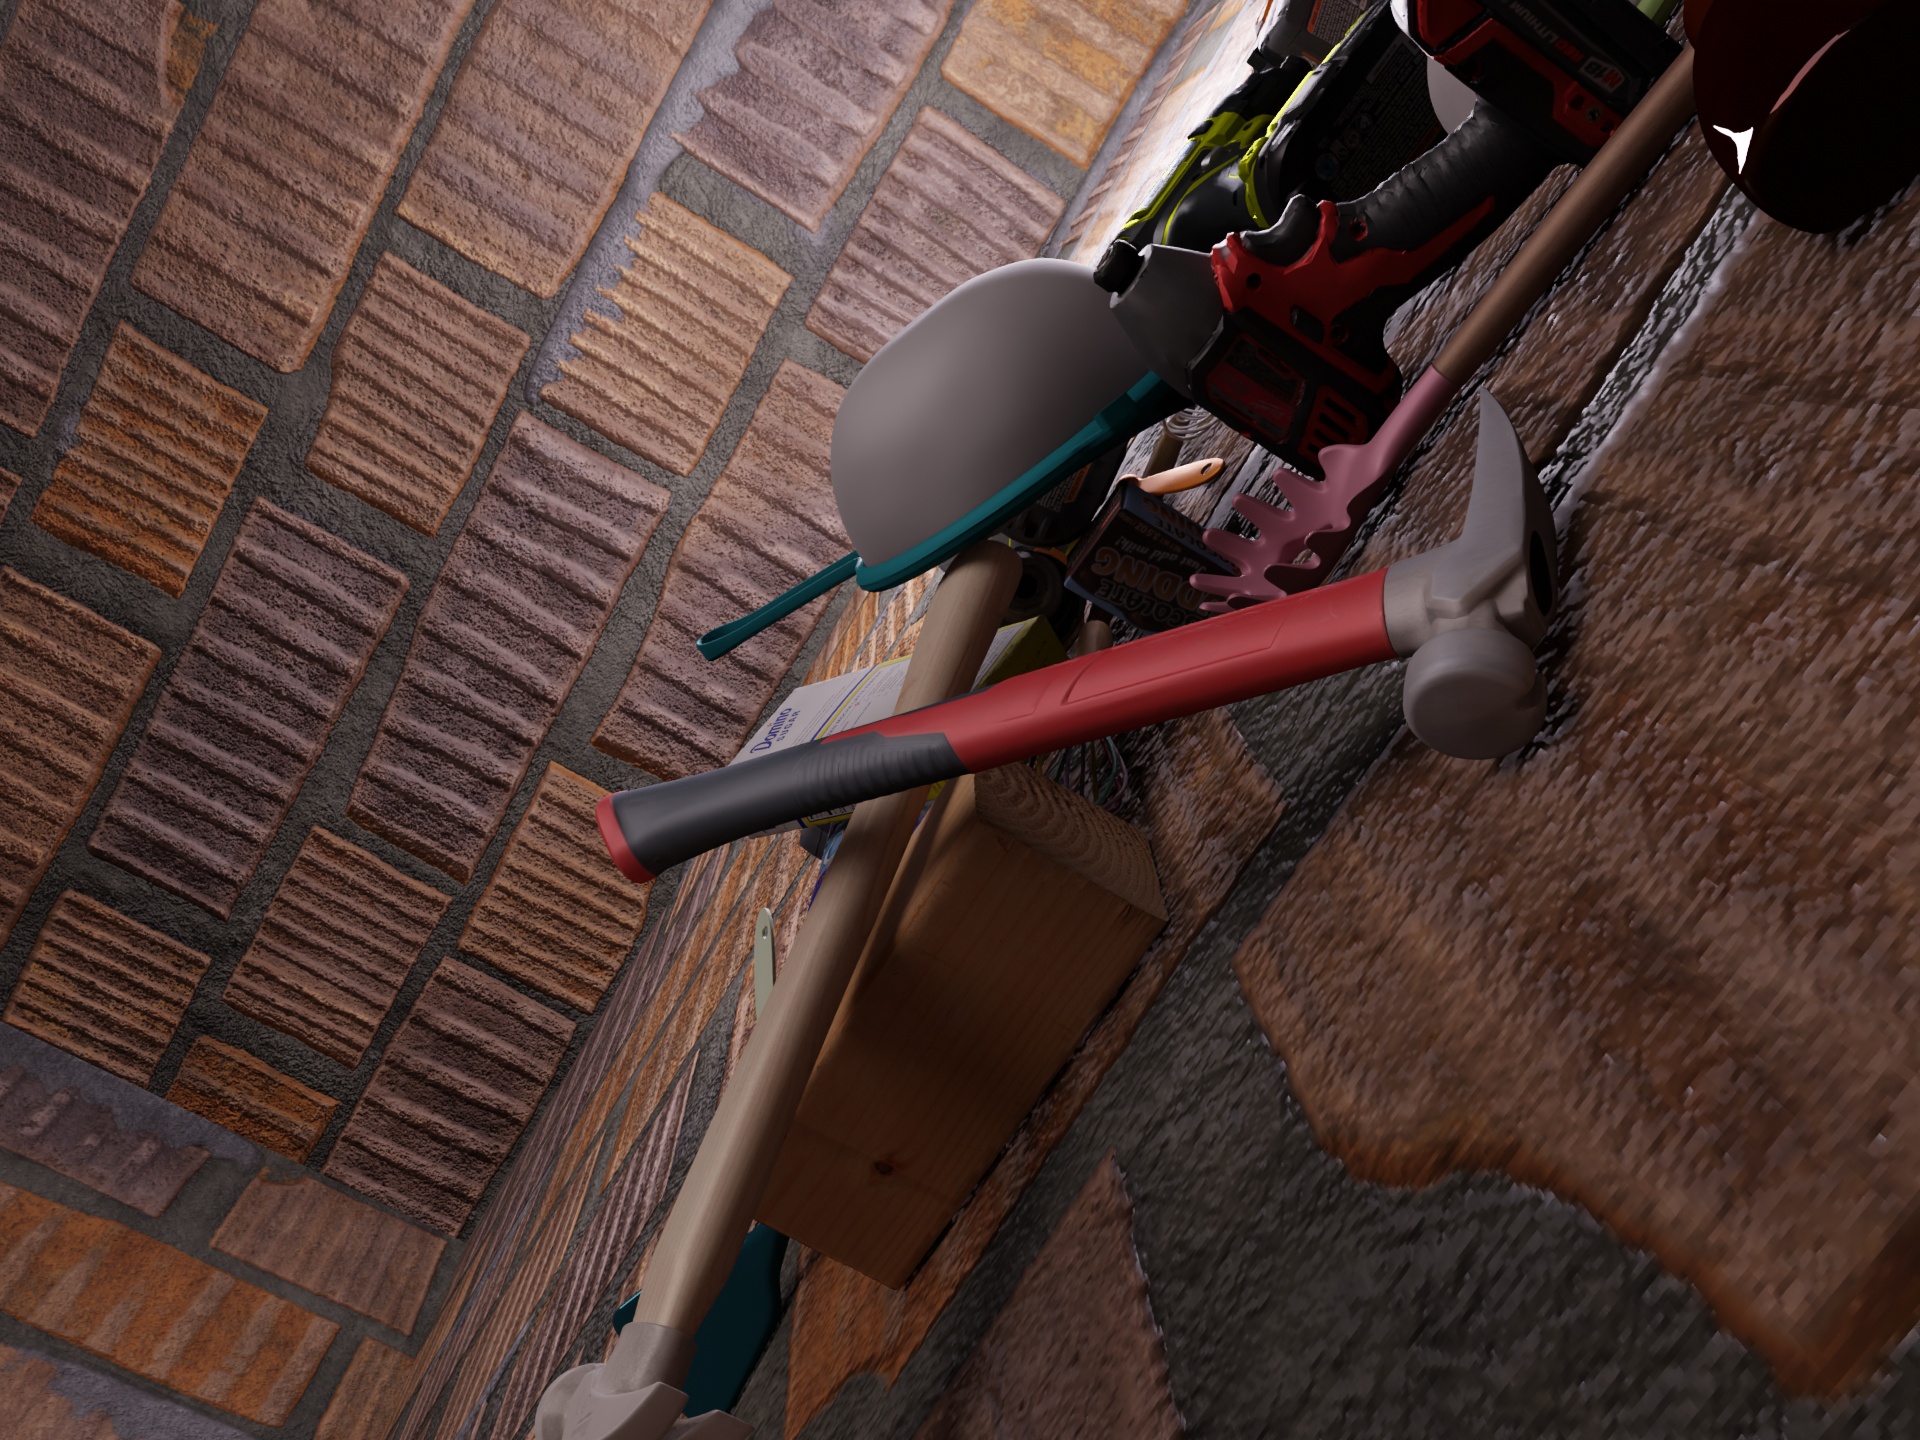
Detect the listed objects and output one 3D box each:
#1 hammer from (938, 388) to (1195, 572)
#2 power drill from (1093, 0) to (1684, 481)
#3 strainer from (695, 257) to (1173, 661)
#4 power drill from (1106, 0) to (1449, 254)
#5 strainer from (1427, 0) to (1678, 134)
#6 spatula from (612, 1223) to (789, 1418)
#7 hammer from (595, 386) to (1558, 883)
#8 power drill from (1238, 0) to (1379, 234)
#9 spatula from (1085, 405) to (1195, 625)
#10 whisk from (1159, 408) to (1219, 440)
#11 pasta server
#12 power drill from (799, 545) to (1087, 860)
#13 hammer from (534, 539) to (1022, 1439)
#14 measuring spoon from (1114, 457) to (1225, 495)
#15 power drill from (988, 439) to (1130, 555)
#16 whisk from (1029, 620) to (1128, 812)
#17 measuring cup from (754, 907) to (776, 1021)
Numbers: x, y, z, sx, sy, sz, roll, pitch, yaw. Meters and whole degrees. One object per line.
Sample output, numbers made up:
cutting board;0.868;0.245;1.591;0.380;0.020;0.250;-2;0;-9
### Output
hammer;0.116;-0.174;0.828;0.331;0.033;0.128;-25;22;47
power drill;0.162;-0.213;0.643;0.219;0.143;0.079;-51;17;32
strainer;-0.039;-0.137;0.820;0.340;0.095;0.211;-28;16;31
power drill;0.183;-0.320;0.892;0.171;0.080;0.223;-54;20;-3
strainer;0.275;-0.345;0.661;0.256;0.069;0.152;-52;13;45
spatula;-0.075;0.221;0.783;0.044;0.082;0.317;-15;-39;-57
hammer;0.017;-0.009;0.576;0.386;0.038;0.143;-16;36;33
power drill;0.210;-0.409;1.149;0.226;0.084;0.164;-54;12;52
spatula;0.132;-0.173;1.026;0.316;0.018;0.059;-66;6;-32
whisk;0.193;-0.276;0.961;0.058;0.059;0.246;34;91;43
pasta server;0.198;-0.157;0.605;0.316;0.040;0.060;-53;24;29
power drill;-0.001;-0.003;0.933;0.226;0.084;0.185;-56;-5;1
hammer;-0.045;0.080;0.618;0.146;0.038;0.411;-42;21;54
measuring spoon;0.123;-0.147;0.956;0.021;0.011;0.117;-58;21;-12
power drill;0.075;-0.186;1.078;0.228;0.080;0.190;6;-71;-87
whisk;0.063;-0.002;0.822;0.051;0.047;0.245;-57;7;26
measuring cup;-0.090;0.184;0.876;0.083;0.038;0.168;-36;53;46
